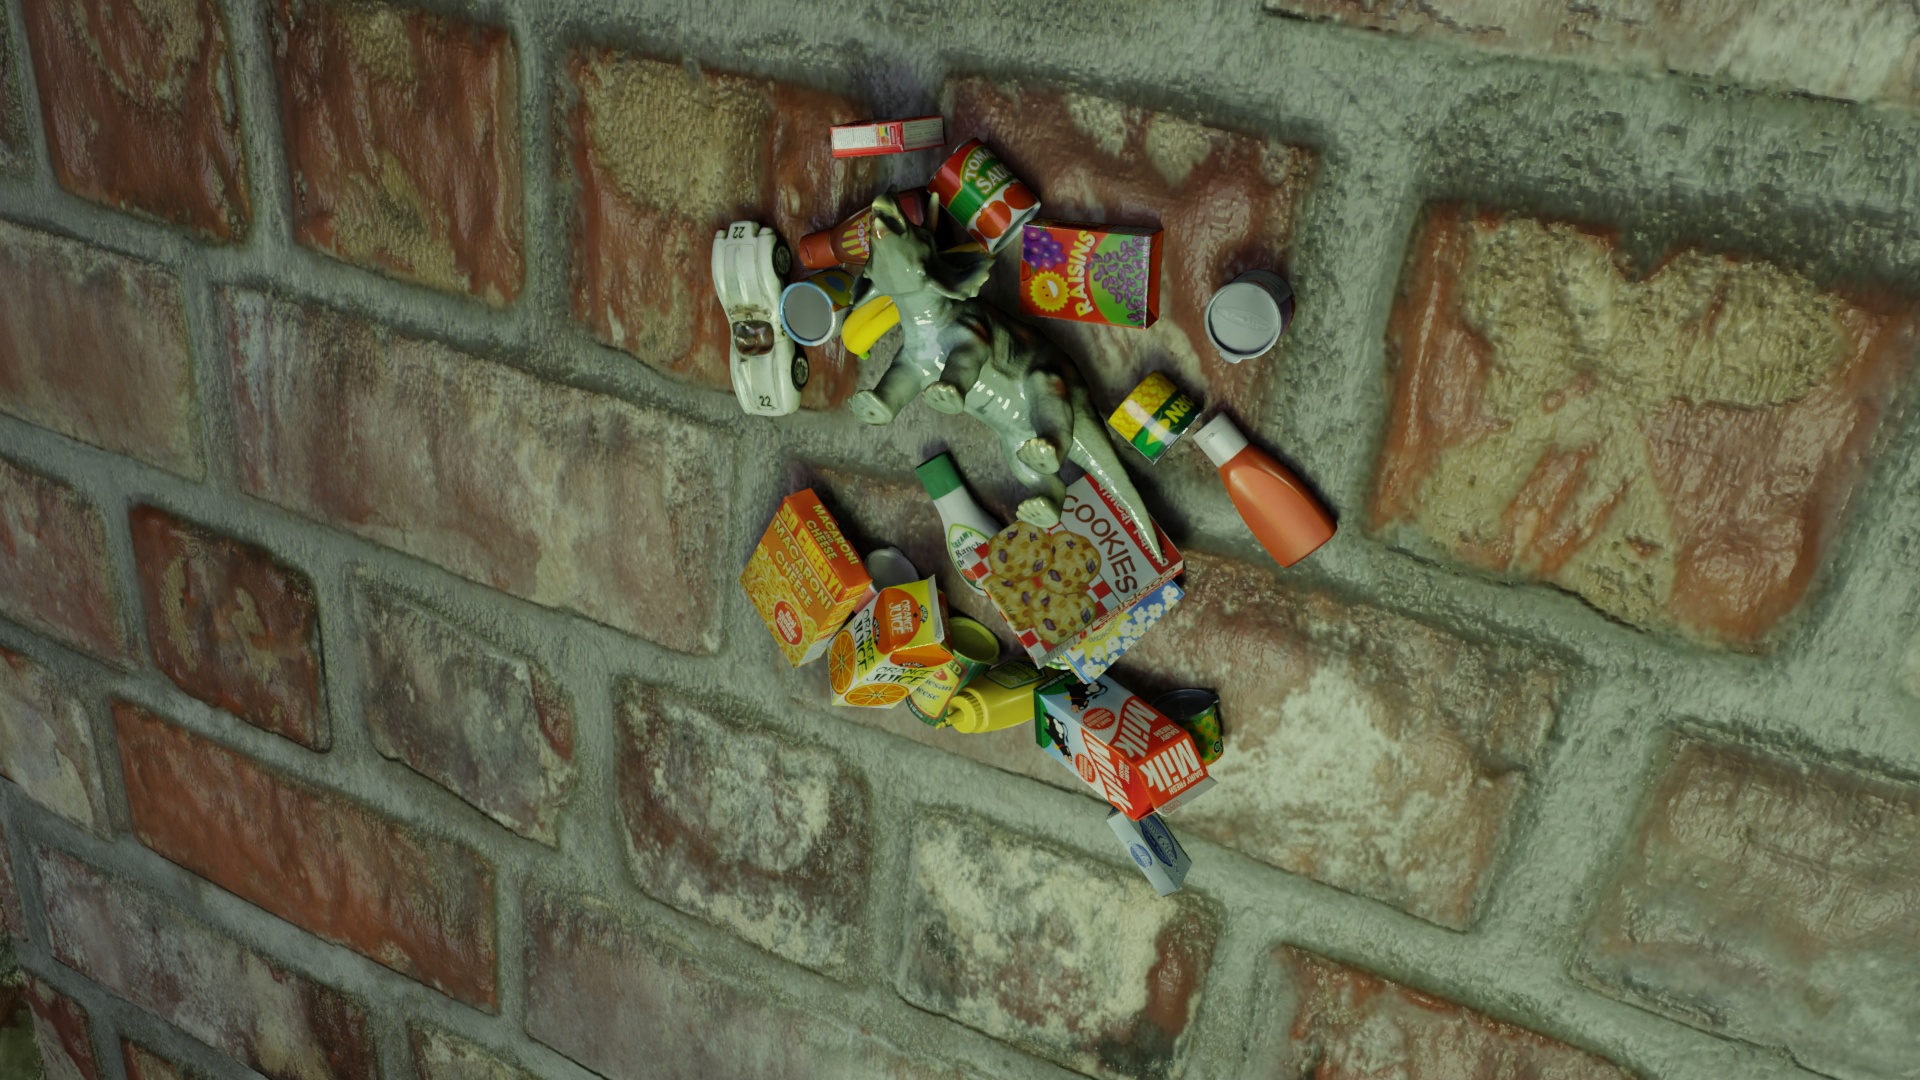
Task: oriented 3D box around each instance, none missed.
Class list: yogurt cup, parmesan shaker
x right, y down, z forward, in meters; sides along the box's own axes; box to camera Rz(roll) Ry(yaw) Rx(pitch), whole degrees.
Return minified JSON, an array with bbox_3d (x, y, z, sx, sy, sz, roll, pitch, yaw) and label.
[{"bbox_3d":[-0.084,0.050,1.466,0.072,0.073,0.053,48,132,1],"label":"yogurt cup"},{"bbox_3d":[-0.008,0.142,1.462,0.071,0.071,0.102,35,122,10],"label":"parmesan shaker"}]

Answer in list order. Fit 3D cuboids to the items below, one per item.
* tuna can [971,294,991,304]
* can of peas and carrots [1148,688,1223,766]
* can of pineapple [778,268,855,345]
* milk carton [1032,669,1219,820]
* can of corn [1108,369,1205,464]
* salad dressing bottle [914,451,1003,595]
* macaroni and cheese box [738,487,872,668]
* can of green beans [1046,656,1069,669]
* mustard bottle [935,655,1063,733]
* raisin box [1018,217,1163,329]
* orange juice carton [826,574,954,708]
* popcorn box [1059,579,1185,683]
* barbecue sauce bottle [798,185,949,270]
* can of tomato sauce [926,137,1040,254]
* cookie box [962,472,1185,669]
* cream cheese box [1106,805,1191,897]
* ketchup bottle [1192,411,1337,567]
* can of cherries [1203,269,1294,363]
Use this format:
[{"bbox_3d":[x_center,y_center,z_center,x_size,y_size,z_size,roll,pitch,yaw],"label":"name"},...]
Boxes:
[{"bbox_3d":[0.004,-0.204,1.329,0.071,0.033,0.070,11,116,23],"label":"tuna can"},{"bbox_3d":[0.224,0.185,1.365,0.071,0.071,0.058,-4,110,28],"label":"can of peas and carrots"},{"bbox_3d":[-0.139,-0.232,1.375,0.071,0.058,0.070,11,116,23],"label":"can of pineapple"},{"bbox_3d":[0.156,0.200,1.337,0.191,0.072,0.073,33,138,44],"label":"milk carton"},{"bbox_3d":[0.178,-0.114,1.259,0.058,0.071,0.071,43,124,5],"label":"can of corn"},{"bbox_3d":[0.005,-0.018,1.402,0.064,0.044,0.147,-25,98,34],"label":"salad dressing bottle"},{"bbox_3d":[-0.167,0.041,1.478,0.124,0.040,0.165,55,139,16],"label":"macaroni and cheese box"},{"bbox_3d":[0.106,0.088,1.387,0.071,0.058,0.071,11,115,23],"label":"can of green beans"},{"bbox_3d":[0.036,0.160,1.389,0.065,0.161,0.048,24,119,38],"label":"mustard bottle"},{"bbox_3d":[0.116,-0.241,1.252,0.123,0.040,0.085,12,117,23],"label":"raisin box"},{"bbox_3d":[-0.066,0.106,1.425,0.191,0.073,0.072,-43,47,50],"label":"orange juice carton"},{"bbox_3d":[0.138,0.064,1.330,0.127,0.038,0.085,-42,88,-8],"label":"popcorn box"},{"bbox_3d":[-0.085,-0.292,1.331,0.148,0.044,0.064,-8,108,30],"label":"barbecue sauce bottle"},{"bbox_3d":[0.022,-0.311,1.253,0.083,0.071,0.071,46,124,2],"label":"can of tomato sauce"},{"bbox_3d":[0.106,0.021,1.295,0.167,0.040,0.123,-34,71,-5],"label":"cookie box"},{"bbox_3d":[0.196,0.312,1.441,0.024,0.053,0.104,-33,94,32],"label":"cream cheese box"},{"bbox_3d":[0.270,-0.049,1.253,0.064,0.044,0.149,-40,90,33],"label":"ketchup bottle"},{"bbox_3d":[0.248,-0.193,1.194,0.071,0.059,0.071,10,116,22],"label":"can of cherries"}]
